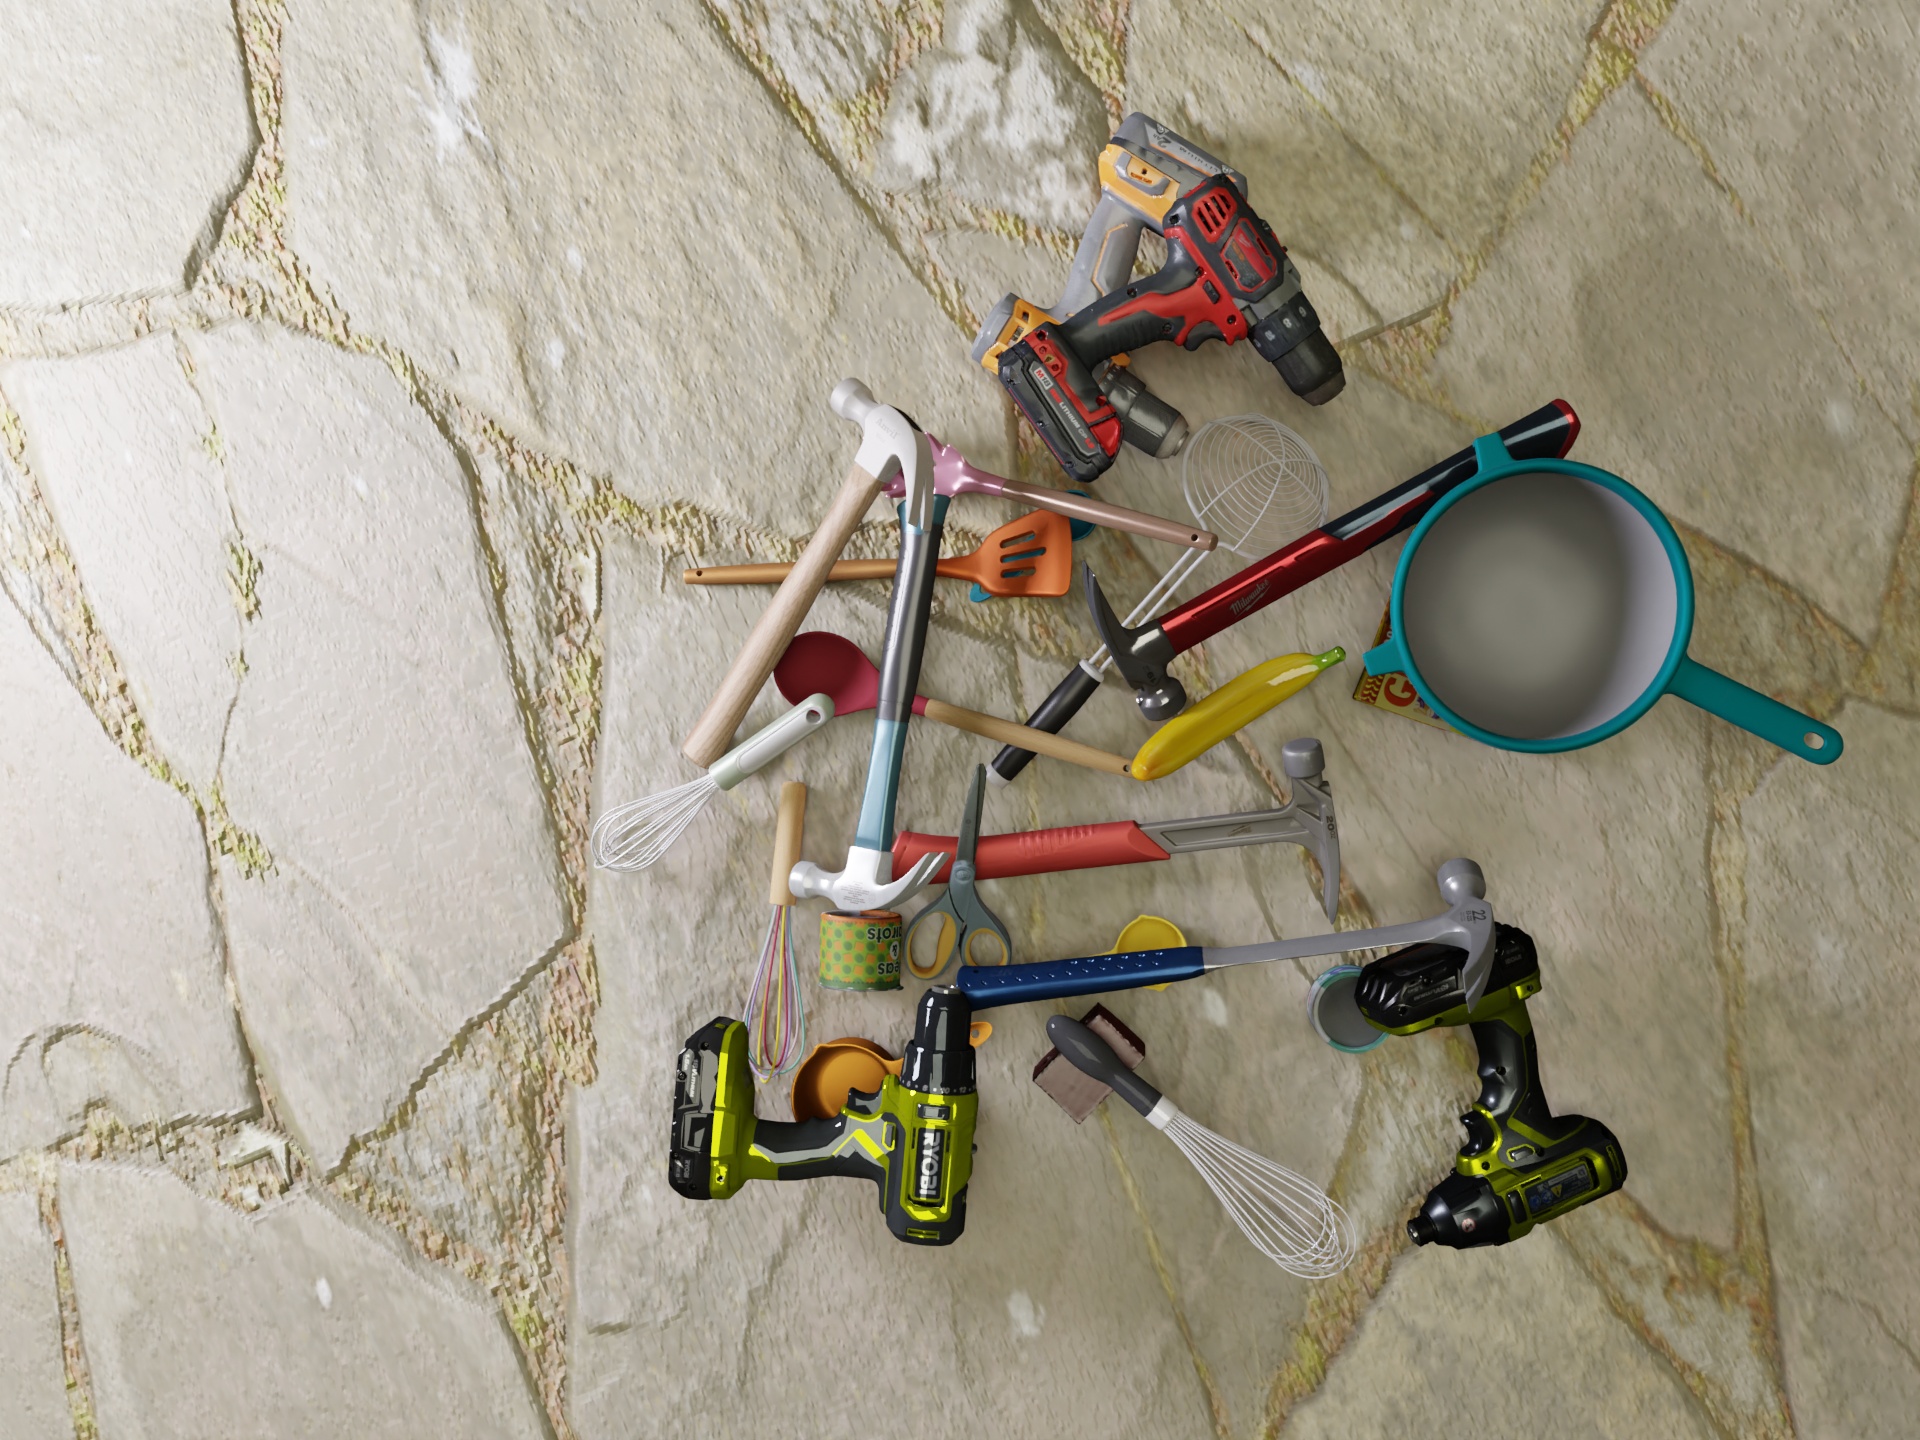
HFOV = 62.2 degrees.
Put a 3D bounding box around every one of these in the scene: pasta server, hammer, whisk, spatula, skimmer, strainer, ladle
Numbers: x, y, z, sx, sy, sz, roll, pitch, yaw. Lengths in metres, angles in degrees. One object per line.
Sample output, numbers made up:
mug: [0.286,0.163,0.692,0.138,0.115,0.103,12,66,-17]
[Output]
pasta server: [0.054,-0.173,1.223,0.316,0.040,0.060,20,101,33]
hammer: [-0.127,-0.099,1.261,0.130,0.031,0.331,43,109,29]
hammer: [0.281,-0.147,1.199,0.386,0.038,0.143,-29,119,4]
hammer: [0.116,0.107,1.263,0.359,0.037,0.149,-7,108,9]
whisk: [-0.145,0.172,1.294,0.051,0.047,0.245,5,86,7]
hammer: [-0.053,-0.013,1.242,0.128,0.033,0.331,9,91,30]
spatula: [-0.070,-0.127,1.291,0.322,0.041,0.081,-2,75,7]
whisk: [-0.200,0.051,1.277,0.246,0.059,0.057,-34,109,14]
whisk: [0.178,0.317,1.204,0.284,0.070,0.070,39,93,8]
skimmer: [0.149,-0.088,1.276,0.127,0.090,0.363,41,103,-1]
strainer: [0.476,-0.055,1.174,0.340,0.095,0.211,26,95,2]
hammer: [0.195,0.182,1.200,0.405,0.144,0.035,-10,118,14]
ladle: [-0.002,-0.004,1.267,0.315,0.031,0.069,17,96,15]

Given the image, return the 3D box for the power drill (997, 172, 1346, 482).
power drill: [0.161,-0.271,1.196,0.226,0.080,0.188,-36,99,5]

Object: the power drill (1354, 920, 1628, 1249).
power drill: [0.391,0.280,1.204,0.171,0.080,0.223,-20,94,-9]

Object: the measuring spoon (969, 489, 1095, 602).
measuring spoon: [0.060,-0.137,1.294,0.128,0.021,0.042,-39,74,13]

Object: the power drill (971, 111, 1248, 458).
power drill: [0.141,-0.335,1.257,0.185,0.084,0.226,33,96,3]

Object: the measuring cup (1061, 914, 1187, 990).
measuring cup: [0.106,0.196,1.279,0.156,0.029,0.062,-15,87,10]

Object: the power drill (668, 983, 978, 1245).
power drill: [-0.099,0.292,1.219,0.228,0.080,0.190,5,90,3]

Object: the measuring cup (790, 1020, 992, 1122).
measuring cup: [-0.051,0.280,1.279,0.173,0.052,0.095,-27,87,3]
